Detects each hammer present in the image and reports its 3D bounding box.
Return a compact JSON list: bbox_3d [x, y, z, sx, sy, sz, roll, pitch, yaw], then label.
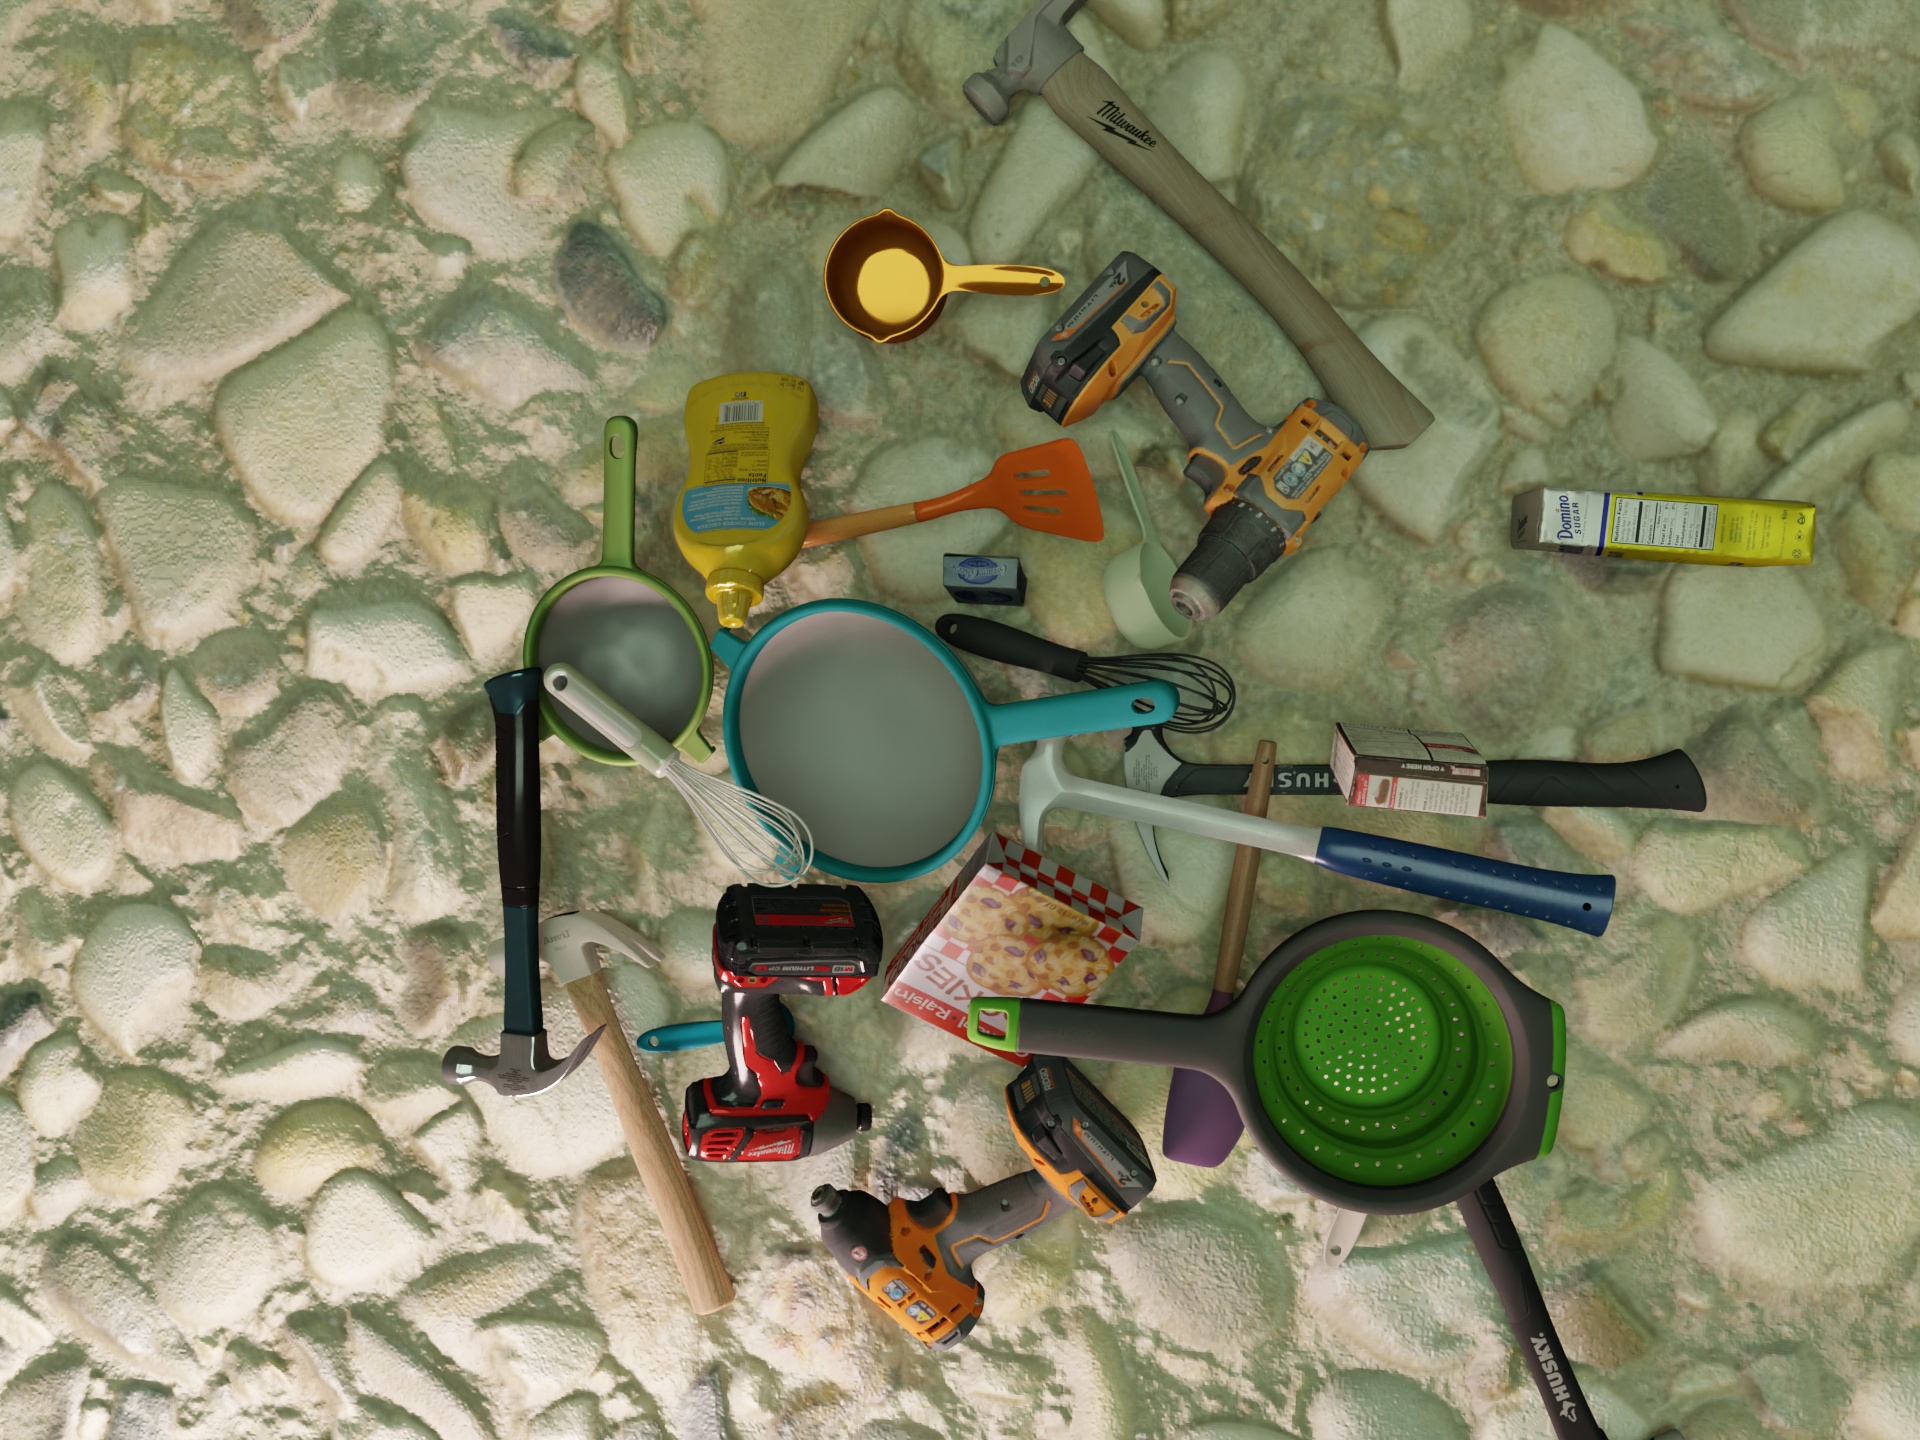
[{"bbox_3d":[-0.331,0.123,1.192,0.128,0.033,0.331,4,100,16],"label":"hammer"},{"bbox_3d":[0.236,0.090,1.103,0.405,0.035,0.144,12,95,13],"label":"hammer"},{"bbox_3d":[0.322,0.048,1.147,0.409,0.036,0.149,1,95,7],"label":"hammer"},{"bbox_3d":[-0.249,0.303,1.234,0.130,0.031,0.331,-21,93,17],"label":"hammer"},{"bbox_3d":[0.402,0.420,1.161,0.146,0.035,0.335,-23,90,8],"label":"hammer"},{"bbox_3d":[0.192,-0.358,1.136,0.146,0.038,0.410,-44,88,7],"label":"hammer"}]

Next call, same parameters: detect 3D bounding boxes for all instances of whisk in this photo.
[{"bbox_3d":[-0.204,0.036,1.142,0.246,0.059,0.058,37,97,8],"label":"whisk"},{"bbox_3d":[0.086,-0.042,1.141,0.239,0.055,0.055,17,96,25],"label":"whisk"}]

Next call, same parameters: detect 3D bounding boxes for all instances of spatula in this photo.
[{"bbox_3d":[0.197,0.170,1.146,0.060,0.018,0.316,9,96,6],"label":"spatula"},{"bbox_3d":[-0.055,-0.144,1.158,0.322,0.041,0.081,-10,121,17],"label":"spatula"}]

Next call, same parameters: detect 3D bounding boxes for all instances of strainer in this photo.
[{"bbox_3d":[-0.002,-0.004,1.130,0.340,0.095,0.211,-8,104,23],"label":"strainer"},{"bbox_3d":[-0.243,-0.097,1.183,0.151,0.069,0.256,6,102,13],"label":"strainer"}]

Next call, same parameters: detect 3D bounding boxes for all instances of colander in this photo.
[{"bbox_3d":[0.206,0.220,1.109,0.397,0.094,0.204,5,92,6],"label":"colander"}]

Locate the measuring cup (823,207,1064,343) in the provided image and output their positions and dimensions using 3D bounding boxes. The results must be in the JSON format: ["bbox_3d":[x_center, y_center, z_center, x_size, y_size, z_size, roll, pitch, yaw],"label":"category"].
[{"bbox_3d":[-0.010,-0.317,1.157,0.173,0.052,0.095,3,94,5],"label":"measuring cup"}]

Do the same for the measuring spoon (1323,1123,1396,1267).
[{"bbox_3d":[0.296,0.351,1.183,0.034,0.018,0.124,20,103,5],"label":"measuring spoon"}]

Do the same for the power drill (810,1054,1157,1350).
[{"bbox_3d":[0.010,0.347,1.163,0.226,0.084,0.164,-39,112,9],"label":"power drill"}]

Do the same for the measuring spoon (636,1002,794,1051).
[{"bbox_3d":[-0.193,0.244,1.232,0.128,0.021,0.042,-9,93,8],"label":"measuring spoon"}]

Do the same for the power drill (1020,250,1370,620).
[{"bbox_3d":[0.148,-0.193,1.107,0.226,0.084,0.185,40,74,2],"label":"power drill"}]

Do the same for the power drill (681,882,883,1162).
[{"bbox_3d":[-0.124,0.231,1.167,0.143,0.079,0.219,3,117,-15],"label":"power drill"}]

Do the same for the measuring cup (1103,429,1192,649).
[{"bbox_3d":[0.121,-0.130,1.154,0.038,0.083,0.168,-24,72,29],"label":"measuring cup"}]
